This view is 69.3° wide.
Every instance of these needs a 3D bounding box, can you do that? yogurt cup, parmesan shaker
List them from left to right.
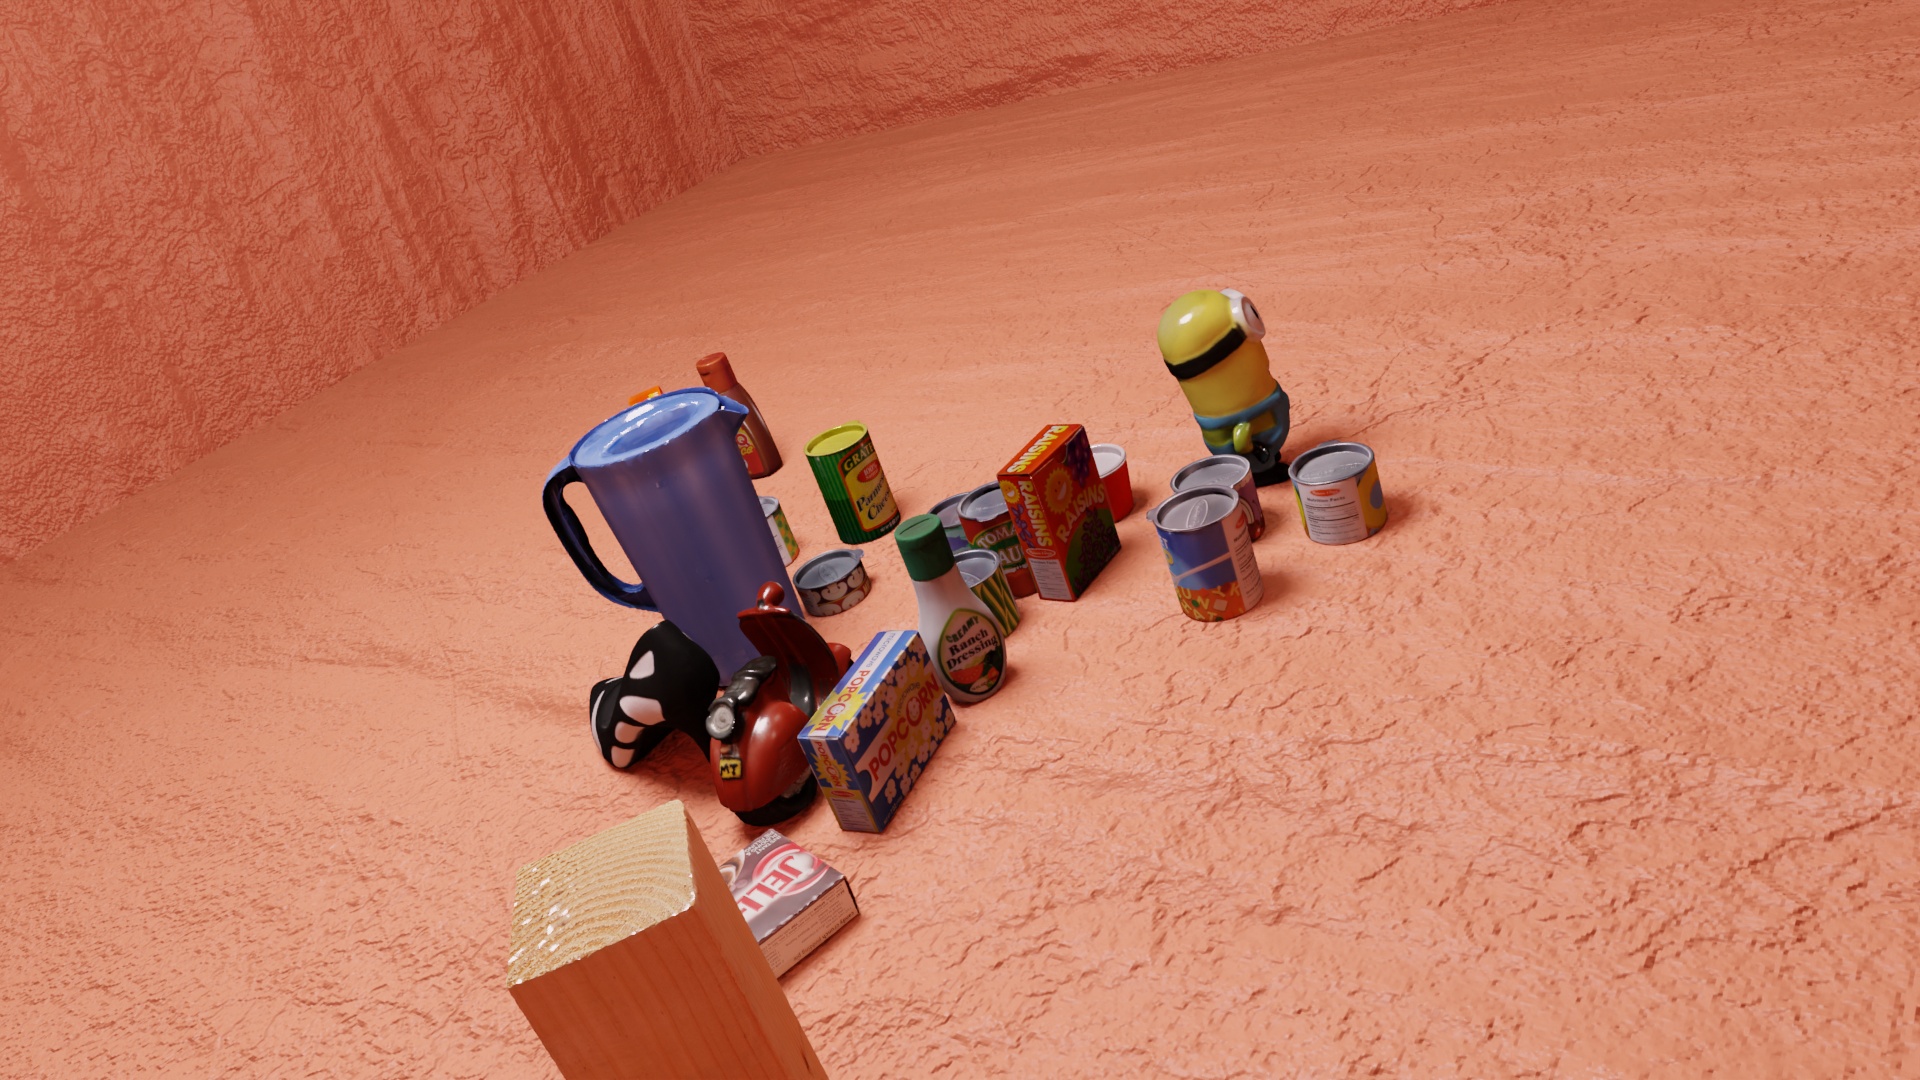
[{"bbox_3d":[-0.104,-0.057,1.373,0.071,0.102,0.071,-17,26,8],"label":"parmesan shaker"},{"bbox_3d":[0.122,-0.048,1.246,0.072,0.053,0.073,-17,26,8],"label":"yogurt cup"}]

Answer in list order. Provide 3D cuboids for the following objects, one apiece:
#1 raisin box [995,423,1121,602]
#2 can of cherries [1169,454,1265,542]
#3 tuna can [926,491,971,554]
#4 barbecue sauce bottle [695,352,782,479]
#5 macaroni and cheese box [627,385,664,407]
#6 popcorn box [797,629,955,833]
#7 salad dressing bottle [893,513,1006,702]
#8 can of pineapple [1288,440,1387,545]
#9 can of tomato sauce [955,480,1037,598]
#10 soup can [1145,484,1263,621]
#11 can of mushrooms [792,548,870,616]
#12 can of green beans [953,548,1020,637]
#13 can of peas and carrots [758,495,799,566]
[{"bbox_3d":[0.083,-0.023,1.147,0.040,0.123,0.086,2,34,40],"label":"raisin box"},{"bbox_3d":[0.211,-0.029,1.139,0.071,0.058,0.072,-17,26,8],"label":"can of cherries"},{"bbox_3d":[0.005,-0.016,1.294,0.071,0.032,0.071,-16,26,8],"label":"tuna can"},{"bbox_3d":[-0.259,-0.144,1.601,0.065,0.148,0.044,0,32,36],"label":"barbecue sauce bottle"},{"bbox_3d":[-0.295,-0.068,1.460,0.040,0.165,0.124,-24,26,-6],"label":"macaroni and cheese box"},{"bbox_3d":[-0.057,0.133,0.988,0.038,0.085,0.127,-4,30,31],"label":"popcorn box"},{"bbox_3d":[-0.010,0.051,1.042,0.064,0.147,0.044,-29,26,-16],"label":"salad dressing bottle"},{"bbox_3d":[0.299,-0.038,1.095,0.071,0.057,0.071,-17,26,8],"label":"can of pineapple"},{"bbox_3d":[0.041,0.000,1.180,0.071,0.082,0.071,-17,26,8],"label":"can of tomato sauce"},{"bbox_3d":[0.186,0.010,1.053,0.071,0.083,0.071,-17,26,8],"label":"soup can"},{"bbox_3d":[-0.116,0.037,1.276,0.071,0.033,0.071,-16,26,8],"label":"can of mushrooms"},{"bbox_3d":[0.009,0.048,1.137,0.071,0.057,0.071,-17,26,8],"label":"can of green beans"},{"bbox_3d":[-0.202,-0.004,1.391,0.071,0.058,0.071,-17,26,8],"label":"can of peas and carrots"}]
